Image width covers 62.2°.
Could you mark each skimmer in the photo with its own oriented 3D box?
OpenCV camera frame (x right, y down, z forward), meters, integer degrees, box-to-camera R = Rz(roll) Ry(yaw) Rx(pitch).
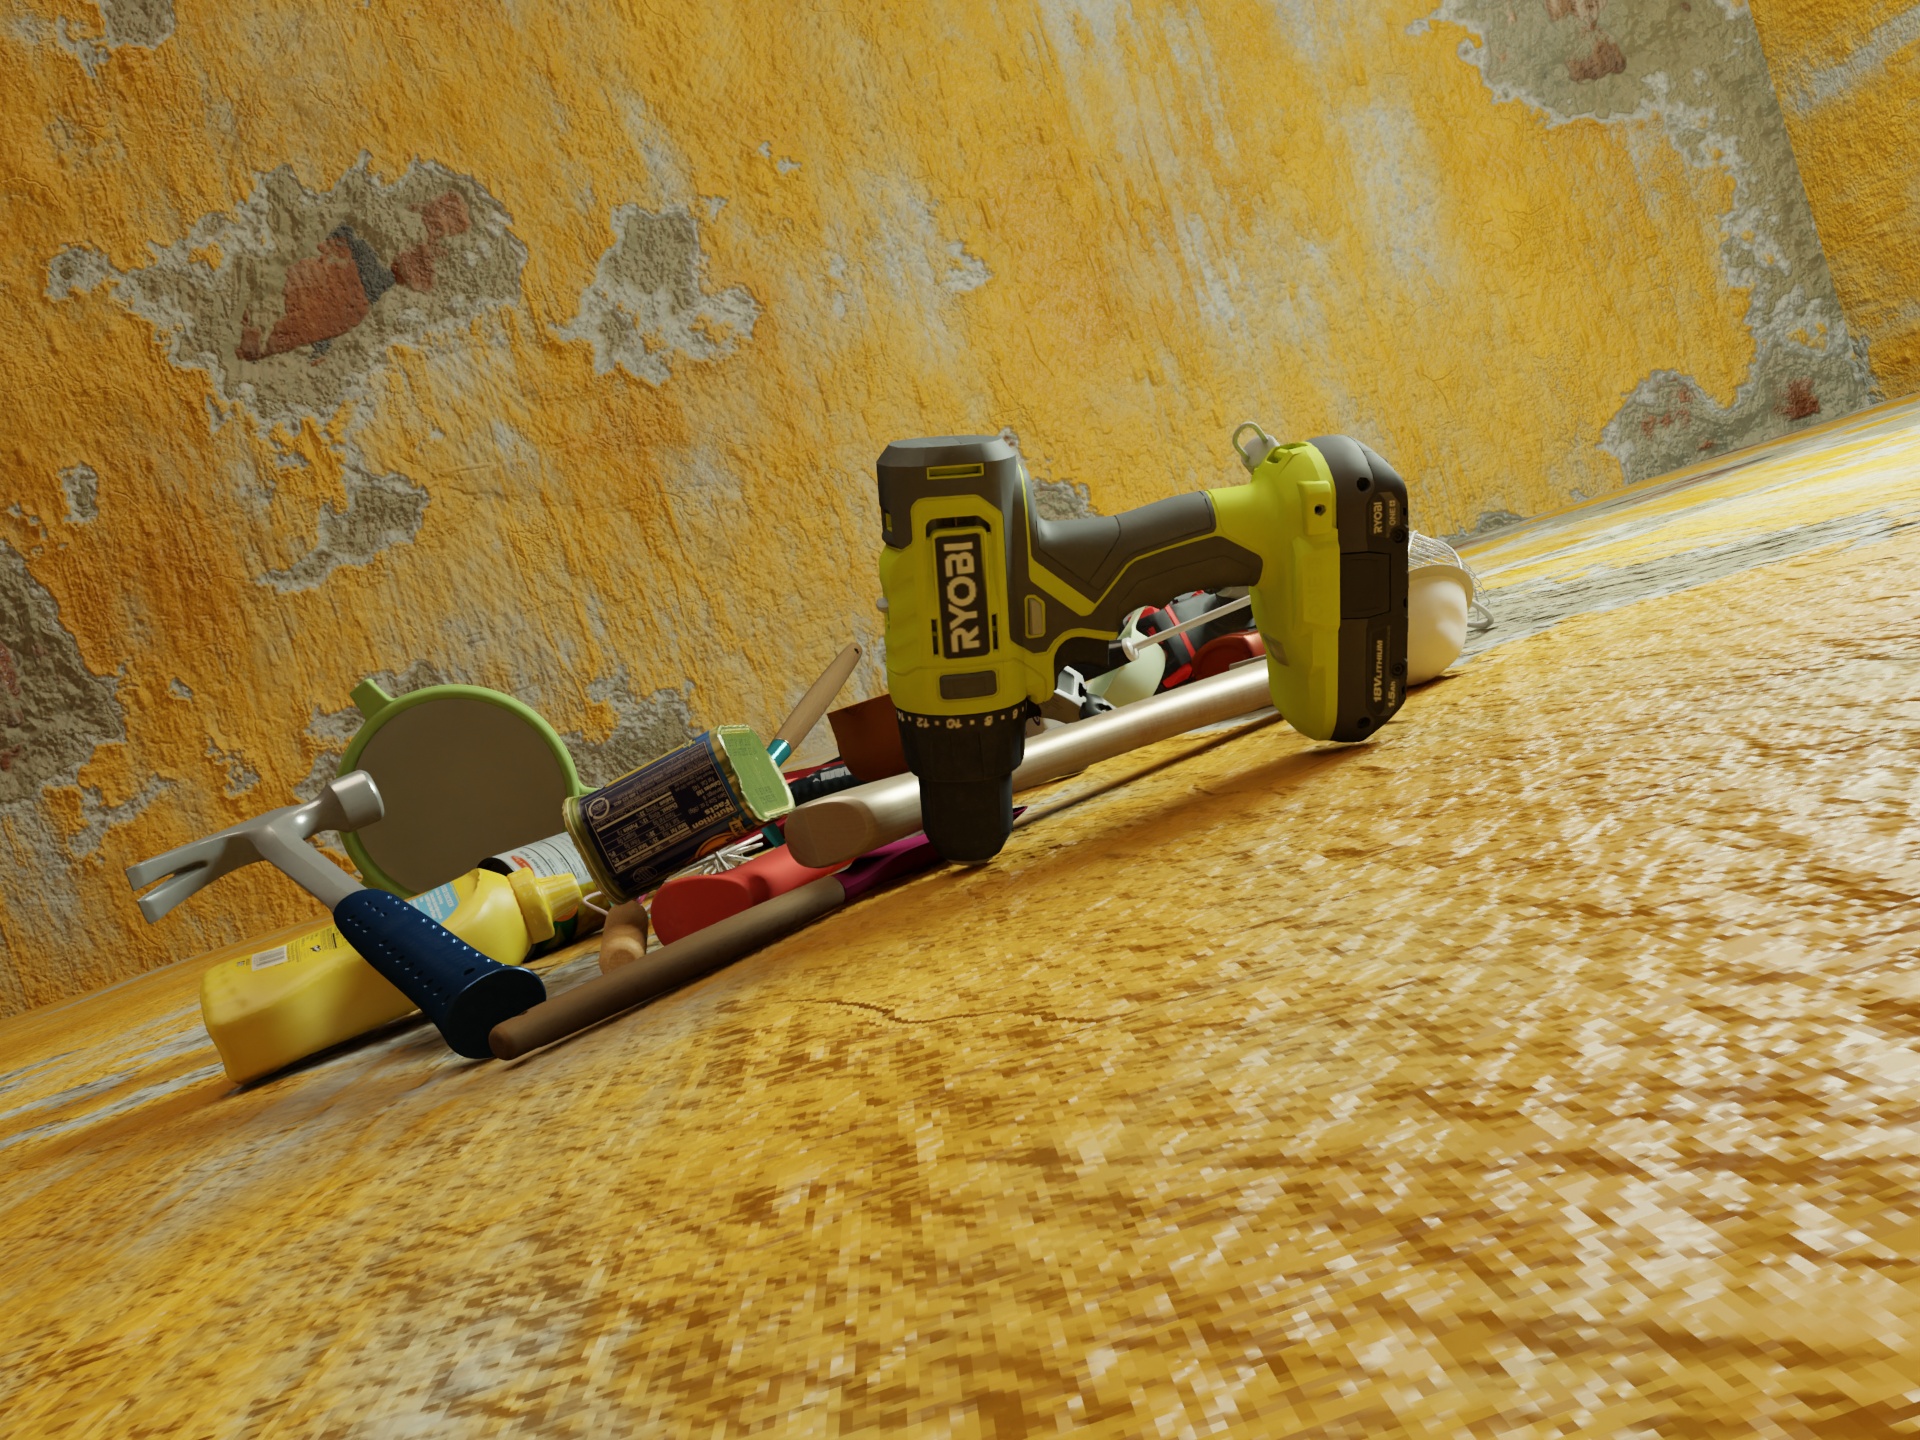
[{"bbox_3d":[0.183,-0.046,1.122,0.363,0.090,0.127,-22,-18,21],"label":"skimmer"}]

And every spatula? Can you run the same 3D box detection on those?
[{"bbox_3d":[-0.107,0.005,1.100,0.044,0.082,0.318,-33,14,24],"label":"spatula"}]

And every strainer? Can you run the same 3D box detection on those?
[{"bbox_3d":[0.205,-0.076,0.820,0.087,0.050,0.258,-41,-47,14],"label":"strainer"},{"bbox_3d":[-0.268,0.049,1.038,0.256,0.151,0.069,2,10,-10],"label":"strainer"}]

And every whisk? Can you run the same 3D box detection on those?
[{"bbox_3d":[-0.144,0.082,0.954,0.058,0.059,0.246,-33,-1,-9],"label":"whisk"},{"bbox_3d":[-0.172,0.104,0.829,0.047,0.051,0.245,-53,11,-3],"label":"whisk"}]

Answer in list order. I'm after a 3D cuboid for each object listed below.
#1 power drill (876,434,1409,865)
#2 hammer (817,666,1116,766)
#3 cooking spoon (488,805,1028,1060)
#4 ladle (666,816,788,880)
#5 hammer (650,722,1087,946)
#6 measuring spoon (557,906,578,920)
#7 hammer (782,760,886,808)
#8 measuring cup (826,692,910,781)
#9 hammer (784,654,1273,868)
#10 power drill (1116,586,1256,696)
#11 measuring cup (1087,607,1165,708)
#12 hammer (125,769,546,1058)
[{"bbox_3d":[0.078,-0.037,0.717,0.228,0.190,0.080,-6,15,-7],"label":"power drill"},{"bbox_3d":[-0.052,0.021,1.205,0.335,0.035,0.146,-24,-43,39],"label":"hammer"},{"bbox_3d":[-0.074,0.085,0.712,0.069,0.017,0.319,-16,3,41],"label":"cooking spoon"},{"bbox_3d":[-0.226,0.112,1.130,0.069,0.031,0.315,-11,8,45],"label":"ladle"},{"bbox_3d":[-0.058,0.062,0.886,0.149,0.037,0.359,-17,2,29],"label":"hammer"},{"bbox_3d":[-0.260,0.131,0.906,0.117,0.011,0.021,-33,25,17],"label":"measuring spoon"},{"bbox_3d":[-0.146,0.047,1.127,0.386,0.038,0.143,-12,30,-2],"label":"hammer"},{"bbox_3d":[-0.002,-0.003,0.982,0.173,0.052,0.095,-14,3,33],"label":"measuring cup"},{"bbox_3d":[0.077,0.010,0.871,0.410,0.038,0.146,-17,0,-37],"label":"hammer"},{"bbox_3d":[0.220,-0.100,1.312,0.143,0.078,0.219,-22,-12,-26],"label":"power drill"},{"bbox_3d":[0.150,-0.069,1.244,0.167,0.038,0.083,-61,6,-12],"label":"measuring cup"},{"bbox_3d":[-0.306,0.094,0.787,0.144,0.035,0.406,-26,21,-30],"label":"hammer"}]
